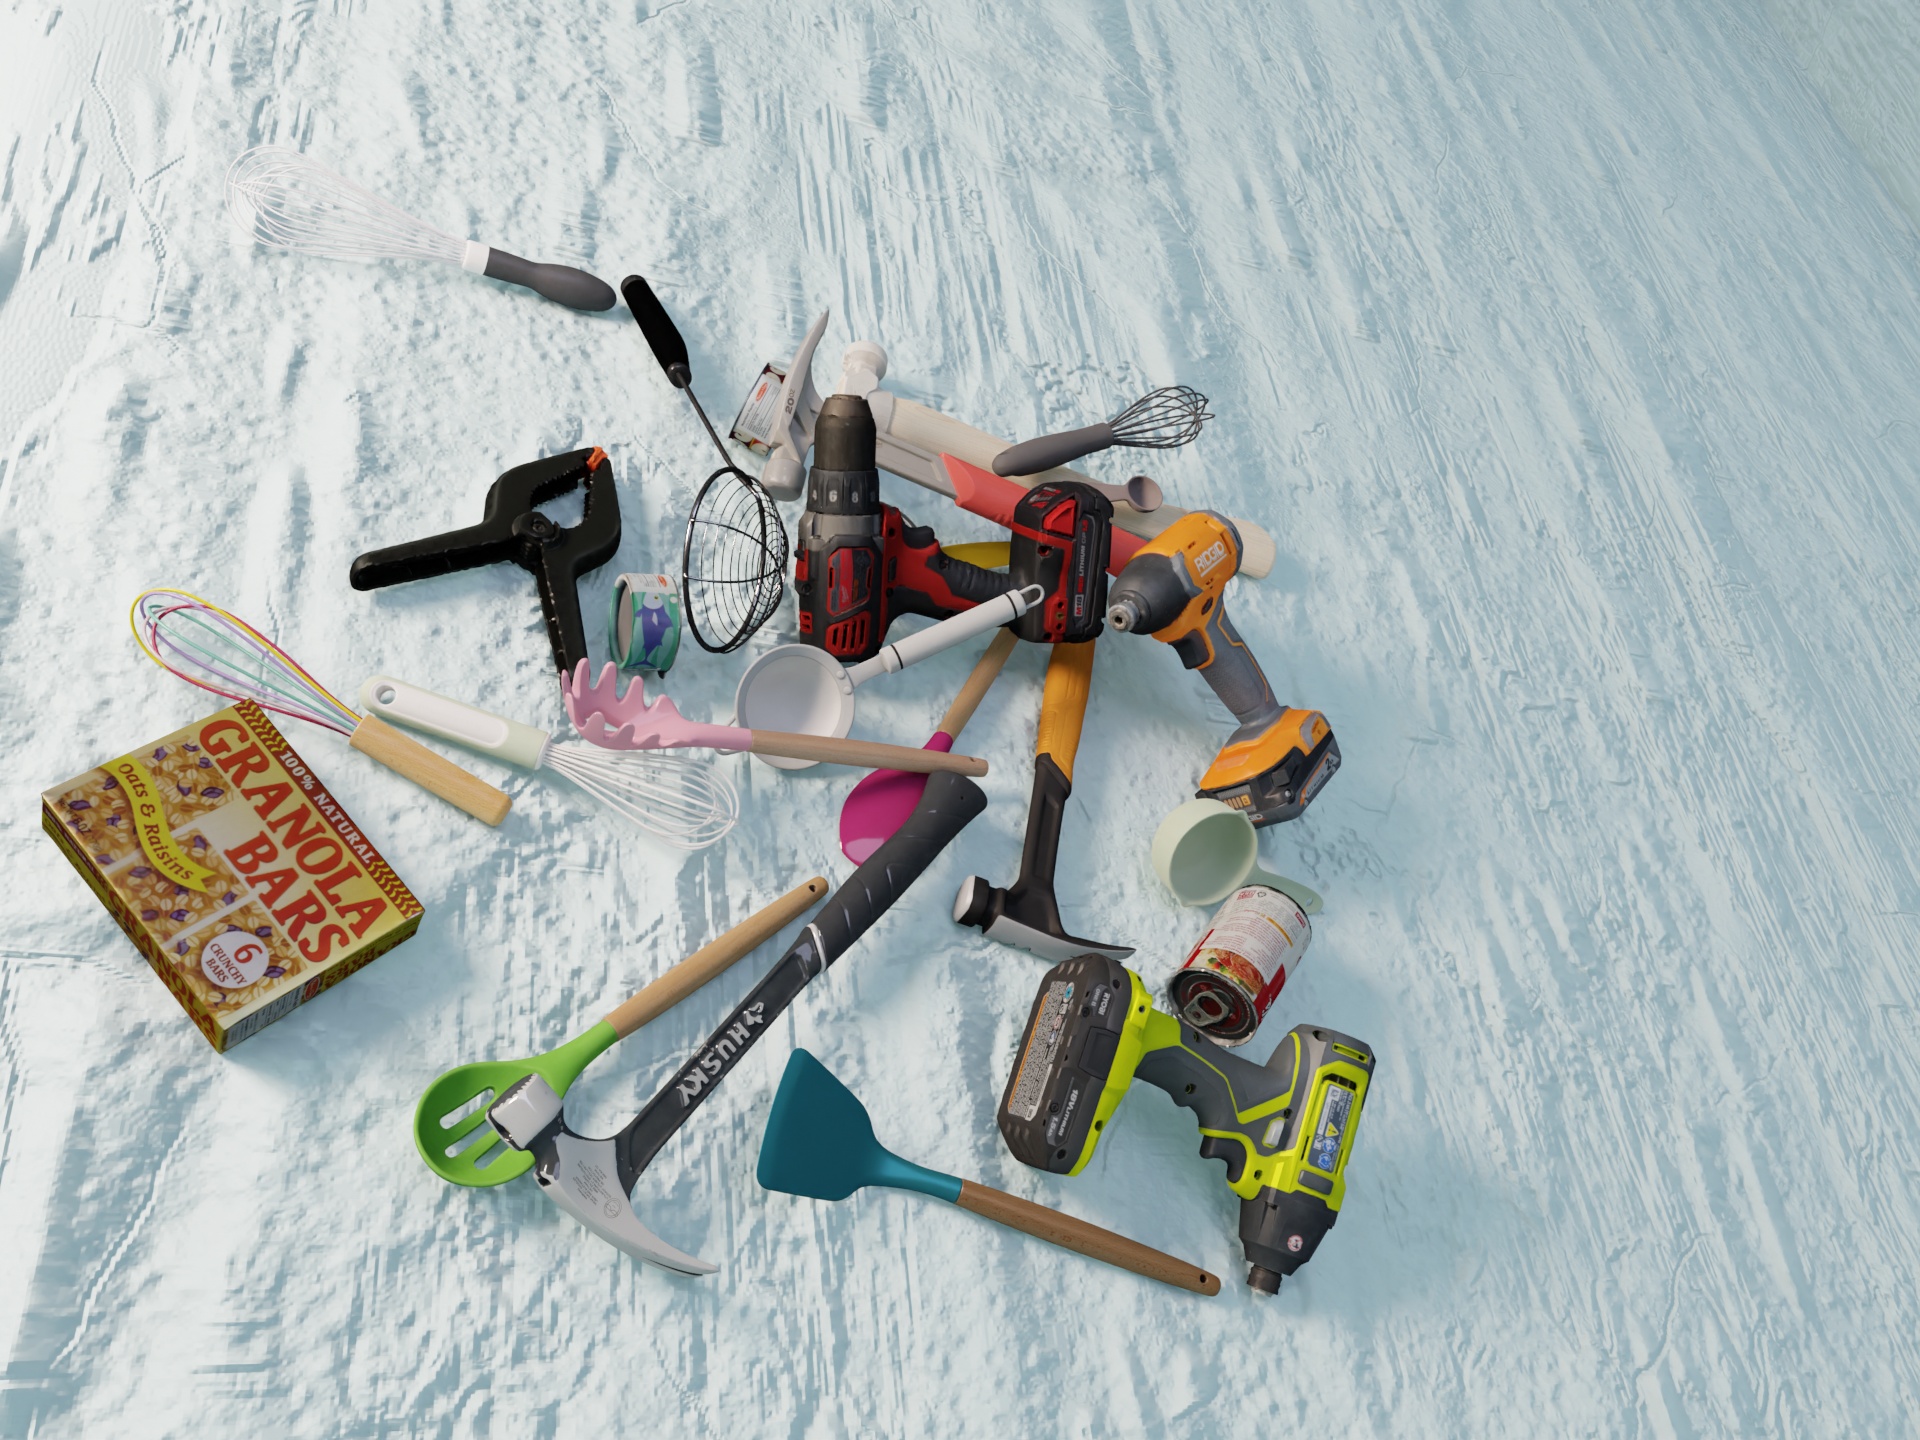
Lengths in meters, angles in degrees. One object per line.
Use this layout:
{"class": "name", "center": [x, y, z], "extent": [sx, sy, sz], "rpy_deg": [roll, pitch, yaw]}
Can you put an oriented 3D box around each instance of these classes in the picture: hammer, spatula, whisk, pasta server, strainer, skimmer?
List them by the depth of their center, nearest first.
{"class": "whisk", "center": [-0.381, -0.004, 0.952], "extent": [0.245, 0.051, 0.047], "rpy_deg": [32, 82, -11]}
{"class": "spatula", "center": [0.025, 0.291, 0.954], "extent": [0.317, 0.044, 0.082], "rpy_deg": [24, 58, -14]}
{"class": "hammer", "center": [-0.096, 0.156, 0.973], "extent": [0.149, 0.036, 0.409], "rpy_deg": [51, 46, -7]}
{"class": "whisk", "center": [-0.254, 0.022, 0.995], "extent": [0.246, 0.059, 0.058], "rpy_deg": [20, 77, -9]}
{"class": "pasta server", "center": [-0.113, 0.010, 1.049], "extent": [0.316, 0.040, 0.060], "rpy_deg": [8, 37, -31]}
{"class": "strainer", "center": [-0.055, -0.038, 1.102], "extent": [0.258, 0.050, 0.086], "rpy_deg": [-25, 107, -12]}
{"class": "skimmer", "center": [-0.213, -0.205, 1.168], "extent": [0.090, 0.127, 0.364], "rpy_deg": [-27, 56, -5]}
{"class": "hammer", "center": [0.079, 0.026, 1.182], "extent": [0.127, 0.034, 0.337], "rpy_deg": [21, 50, -13]}
{"class": "whisk", "center": [-0.394, -0.356, 1.186], "extent": [0.284, 0.070, 0.070], "rpy_deg": [11, 53, -27]}
{"class": "hammer", "center": [0.027, -0.181, 1.234], "extent": [0.359, 0.037, 0.149], "rpy_deg": [20, 71, -20]}
{"class": "whisk", "center": [0.123, -0.239, 1.340], "extent": [0.239, 0.055, 0.055], "rpy_deg": [-21, 69, -32]}
{"class": "hammer", "center": [0.085, -0.191, 1.341], "extent": [0.410, 0.038, 0.146], "rpy_deg": [18, 52, -17]}

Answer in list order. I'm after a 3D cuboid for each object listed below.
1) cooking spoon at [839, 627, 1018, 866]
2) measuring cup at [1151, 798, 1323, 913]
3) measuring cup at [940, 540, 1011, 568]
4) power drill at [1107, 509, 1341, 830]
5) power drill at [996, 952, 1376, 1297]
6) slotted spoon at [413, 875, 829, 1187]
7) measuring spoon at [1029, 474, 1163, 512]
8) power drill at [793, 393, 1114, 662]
{"class": "cooking spoon", "center": [-0.002, -0.004, 1.169], "extent": [0.068, 0.017, 0.319], "rpy_deg": [34, 49, -3]}
{"class": "measuring cup", "center": [0.209, 0.109, 1.186], "extent": [0.167, 0.083, 0.038], "rpy_deg": [25, 9, -35]}
{"class": "measuring cup", "center": [0.040, -0.135, 1.281], "extent": [0.156, 0.029, 0.062], "rpy_deg": [-7, 96, -18]}
{"class": "power drill", "center": [0.190, -0.032, 1.194], "extent": [0.164, 0.084, 0.226], "rpy_deg": [-37, 103, -49]}
{"class": "power drill", "center": [0.146, 0.254, 1.009], "extent": [0.223, 0.080, 0.171], "rpy_deg": [24, 75, -15]}
{"class": "slotted spoon", "center": [-0.186, 0.171, 0.937], "extent": [0.070, 0.031, 0.314], "rpy_deg": [48, 47, 9]}
{"class": "measuring spoon", "center": [0.111, -0.185, 1.322], "extent": [0.124, 0.018, 0.034], "rpy_deg": [-3, 67, -22]}
{"class": "power drill", "center": [-0.008, -0.137, 1.147], "extent": [0.226, 0.188, 0.080], "rpy_deg": [-2, 15, -20]}
